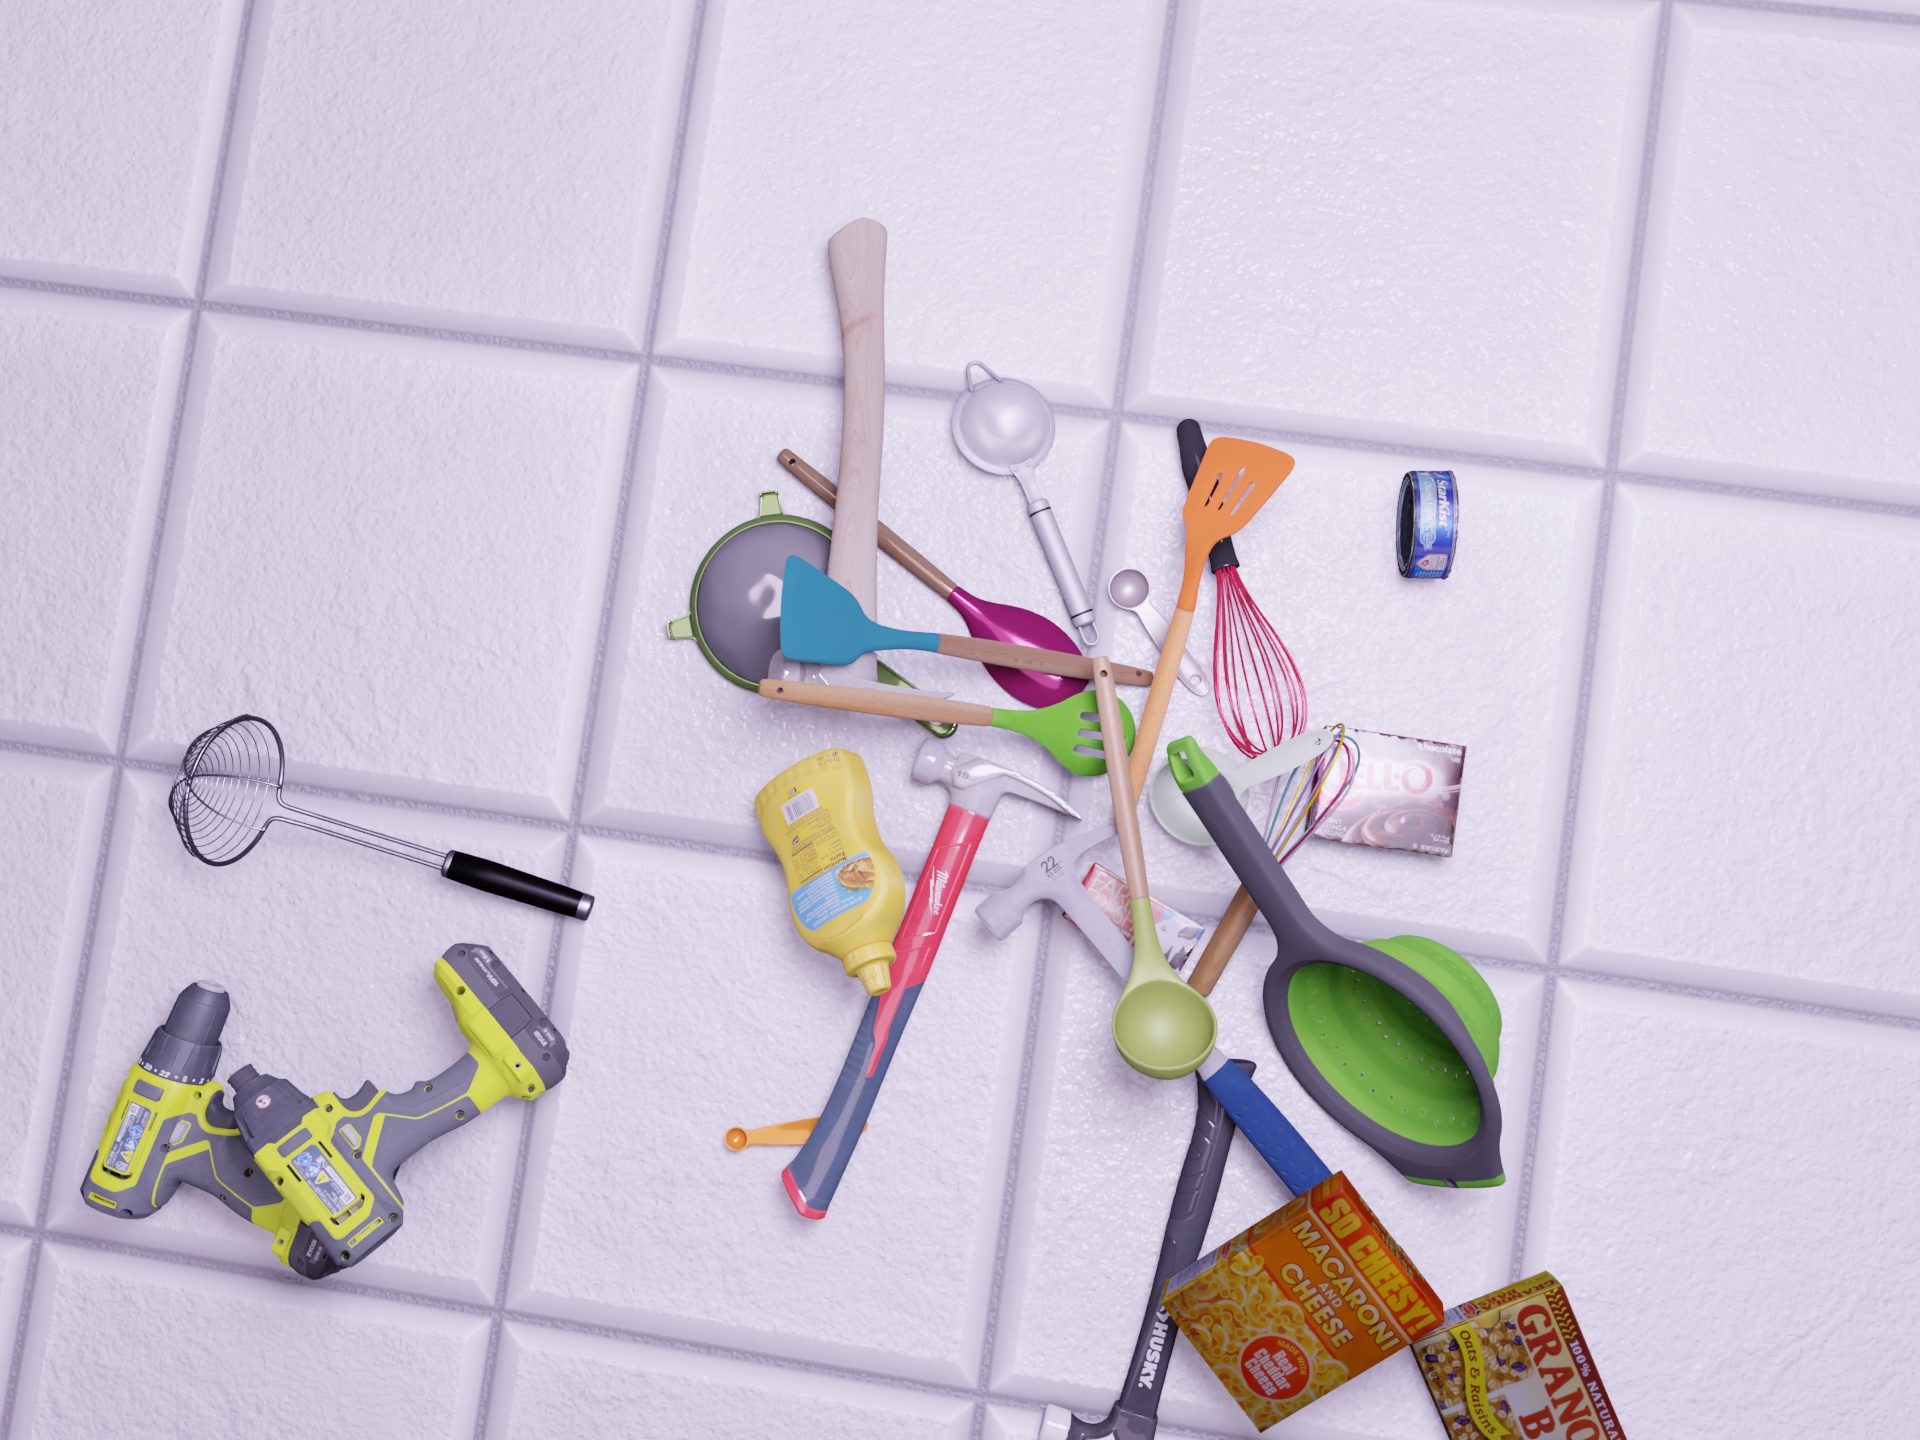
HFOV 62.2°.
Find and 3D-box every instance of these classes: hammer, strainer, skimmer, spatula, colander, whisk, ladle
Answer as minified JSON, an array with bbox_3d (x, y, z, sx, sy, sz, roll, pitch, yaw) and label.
[{"bbox_3d":[-0.035,0.217,1.270,0.143,0.038,0.386,22,86,4],"label":"hammer"},{"bbox_3d":[-0.110,-0.067,1.283,0.256,0.069,0.151,36,89,7],"label":"strainer"},{"bbox_3d":[-0.478,0.098,1.320,0.363,0.090,0.127,18,84,-5],"label":"skimmer"},{"bbox_3d":[0.175,0.427,1.247,0.146,0.035,0.335,16,87,6],"label":"hammer"},{"bbox_3d":[0.175,-0.063,1.249,0.081,0.041,0.322,25,105,40],"label":"spatula"},{"bbox_3d":[0.291,0.162,1.191,0.094,0.204,0.397,-36,95,-30],"label":"colander"},{"bbox_3d":[-0.072,-0.209,1.280,0.146,0.038,0.411,7,76,-24],"label":"hammer"},{"bbox_3d":[0.010,-0.058,1.231,0.317,0.044,0.082,8,69,-19],"label":"spatula"},{"bbox_3d":[0.062,-0.181,1.295,0.087,0.050,0.258,-22,88,-12],"label":"strainer"},{"bbox_3d":[0.242,0.110,1.243,0.051,0.047,0.245,18,106,-32],"label":"whisk"},{"bbox_3d":[0.194,0.256,1.222,0.144,0.035,0.405,-40,85,-2],"label":"hammer"},{"bbox_3d":[0.132,0.107,1.192,0.078,0.062,0.320,-8,83,-4],"label":"ladle"},{"bbox_3d":[0.217,-0.103,1.269,0.073,0.073,0.296,-13,80,3],"label":"whisk"}]

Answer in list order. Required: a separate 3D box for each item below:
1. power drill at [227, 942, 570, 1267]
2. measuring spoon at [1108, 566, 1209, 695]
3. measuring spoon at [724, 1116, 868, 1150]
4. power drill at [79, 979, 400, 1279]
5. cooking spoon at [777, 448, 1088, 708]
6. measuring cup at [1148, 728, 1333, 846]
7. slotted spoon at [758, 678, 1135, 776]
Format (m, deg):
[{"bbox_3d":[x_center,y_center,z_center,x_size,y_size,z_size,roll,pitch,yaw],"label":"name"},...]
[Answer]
[{"bbox_3d":[-0.434,0.282,1.233,0.223,0.080,0.171,-38,83,-26],"label":"power drill"},{"bbox_3d":[0.163,-0.071,1.294,0.034,0.018,0.124,-36,91,-1],"label":"measuring spoon"},{"bbox_3d":[-0.133,0.333,1.289,0.117,0.011,0.021,-6,86,0],"label":"measuring spoon"},{"bbox_3d":[-0.575,0.333,1.288,0.228,0.080,0.190,20,84,7],"label":"power drill"},{"bbox_3d":[-0.027,-0.121,1.306,0.319,0.017,0.069,39,88,5],"label":"cooking spoon"},{"bbox_3d":[0.222,0.039,1.229,0.167,0.038,0.083,-30,93,36],"label":"measuring cup"},{"bbox_3d":[-0.002,-0.004,1.229,0.313,0.031,0.070,8,95,-19],"label":"slotted spoon"}]
